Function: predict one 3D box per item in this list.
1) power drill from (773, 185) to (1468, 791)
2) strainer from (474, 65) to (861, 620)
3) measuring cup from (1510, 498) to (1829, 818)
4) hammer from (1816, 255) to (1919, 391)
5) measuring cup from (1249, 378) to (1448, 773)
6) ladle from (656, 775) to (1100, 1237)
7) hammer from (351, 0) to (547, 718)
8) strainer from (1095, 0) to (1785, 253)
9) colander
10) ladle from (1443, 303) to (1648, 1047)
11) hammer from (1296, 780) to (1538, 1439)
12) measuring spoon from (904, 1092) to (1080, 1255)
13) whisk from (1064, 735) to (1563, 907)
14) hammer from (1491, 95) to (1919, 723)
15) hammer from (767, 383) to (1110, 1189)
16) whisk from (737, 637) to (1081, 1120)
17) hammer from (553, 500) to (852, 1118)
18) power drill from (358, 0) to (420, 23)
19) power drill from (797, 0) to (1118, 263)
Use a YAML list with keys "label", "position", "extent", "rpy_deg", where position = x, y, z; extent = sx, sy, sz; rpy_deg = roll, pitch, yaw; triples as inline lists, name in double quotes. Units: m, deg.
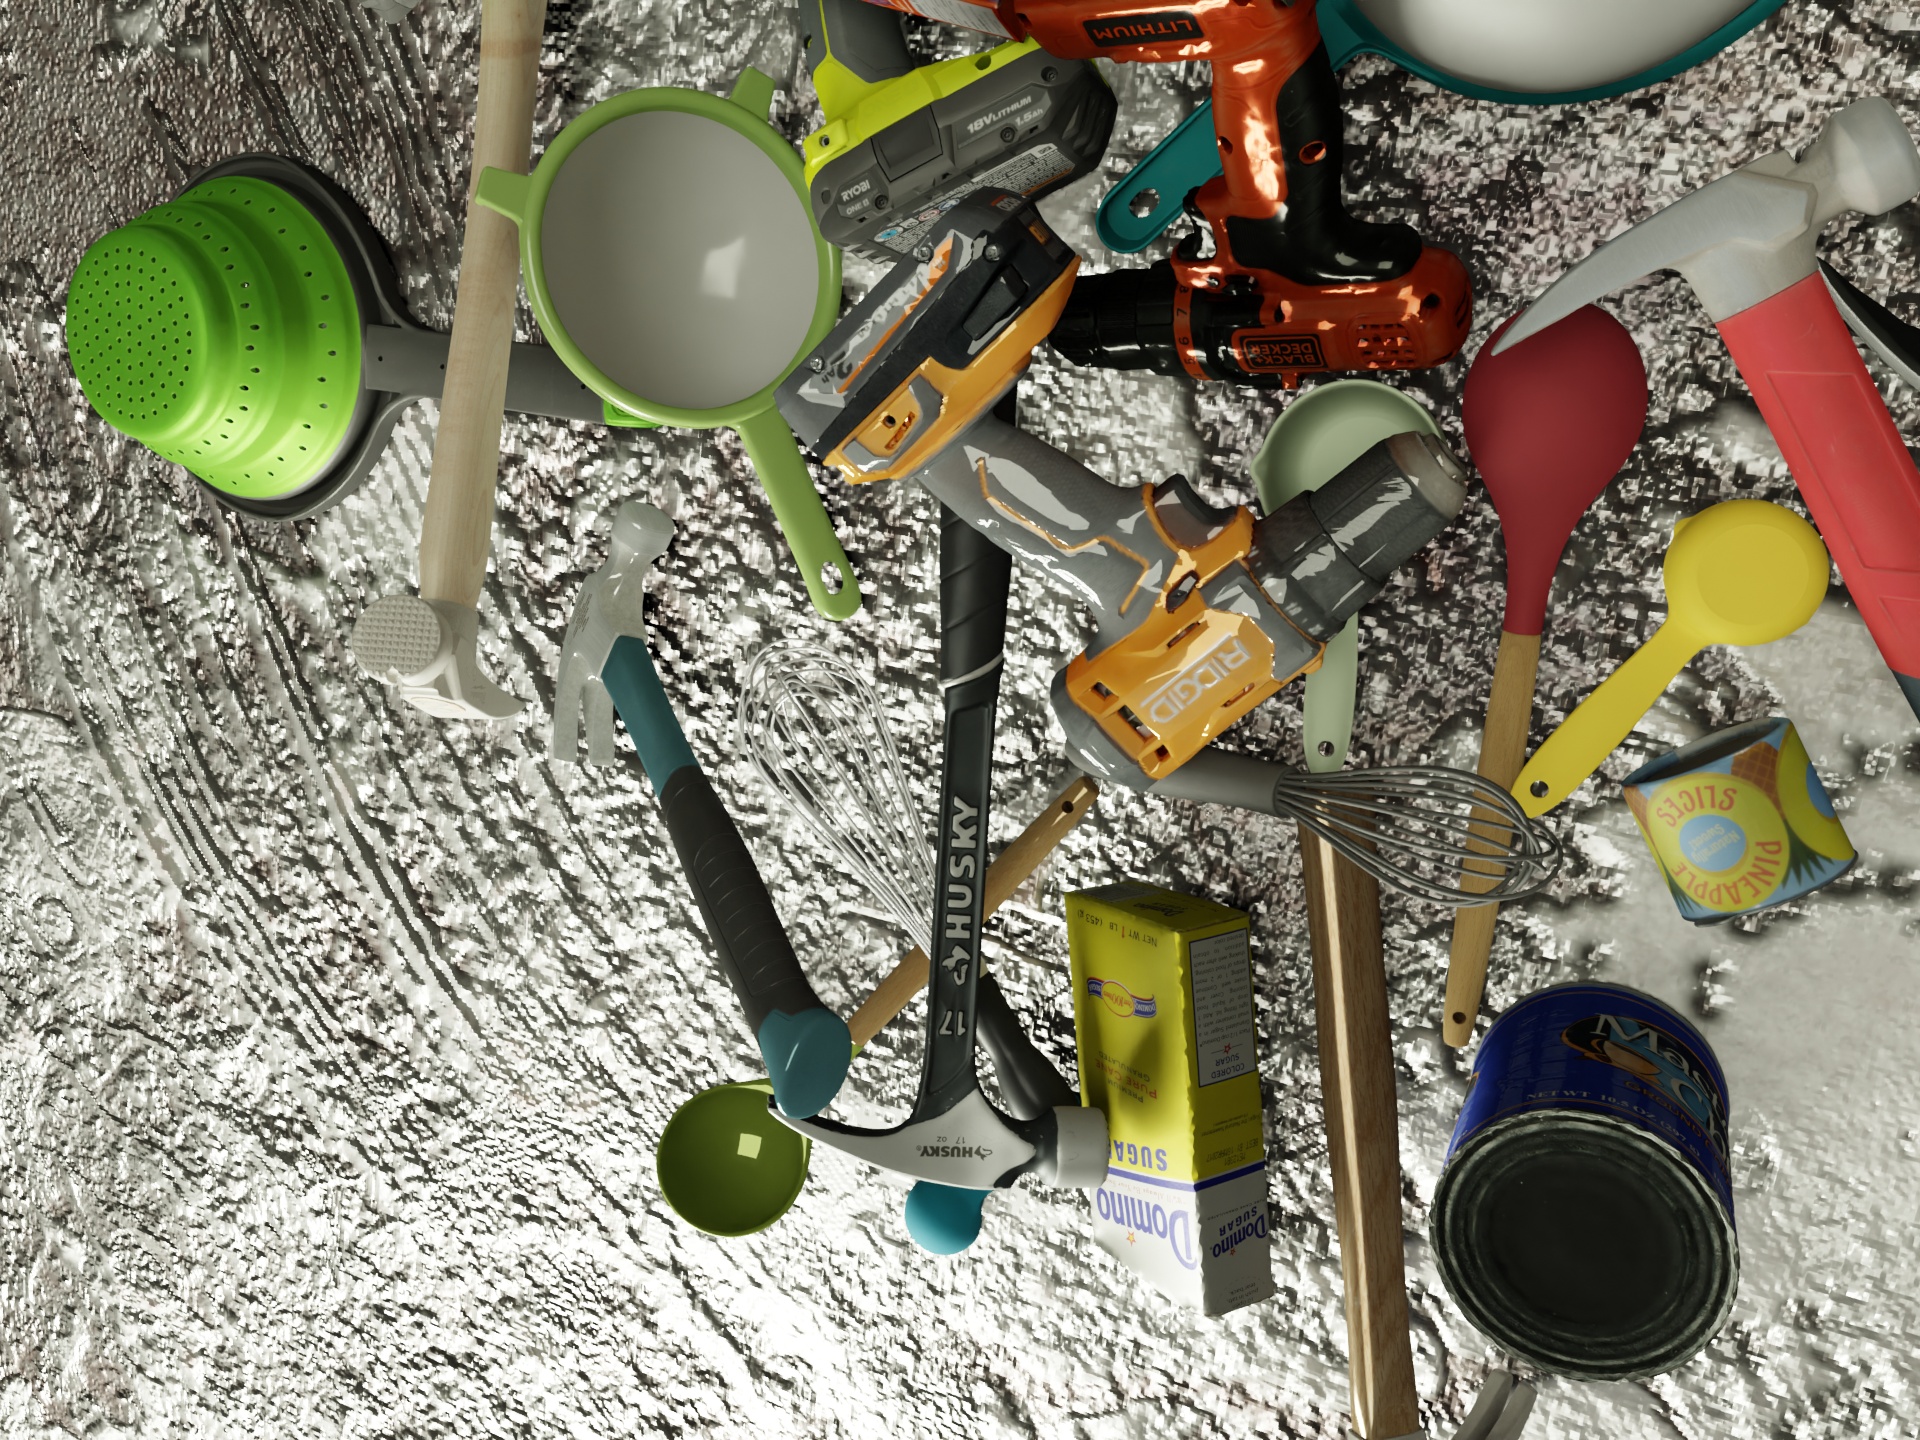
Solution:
- label: "power drill"
  position: [0.064, -0.101, 0.618]
  extent: [0.185, 0.084, 0.226]
  rpy_deg: [-40, 101, 26]
- label: "strainer"
  position: [-0.116, -0.165, 0.759]
  extent: [0.069, 0.151, 0.256]
  rpy_deg: [12, 129, 60]
- label: "measuring cup"
  position: [0.271, -0.019, 0.620]
  extent: [0.062, 0.029, 0.156]
  rpy_deg: [41, 105, 9]
- label: "hammer"
  position: [0.441, -0.242, 0.509]
  extent: [0.127, 0.034, 0.336]
  rpy_deg: [41, 113, 11]
- label: "measuring cup"
  position: [0.163, -0.058, 0.669]
  extent: [0.083, 0.038, 0.167]
  rpy_deg: [8, 105, 23]
- label: "ladle"
  position: [-0.042, 0.143, 0.789]
  extent: [0.078, 0.062, 0.320]
  rpy_deg: [45, 111, 9]
- label: "hammer"
  position: [-0.220, -0.205, 0.750]
  extent: [0.038, 0.146, 0.411]
  rpy_deg: [3, 80, 0]
- label: "strainer"
  position: [0.164, -0.271, 0.566]
  extent: [0.211, 0.095, 0.340]
  rpy_deg: [43, 128, -13]
- label: "colander"
  position: [-0.339, -0.193, 0.837]
  extent: [0.397, 0.094, 0.204]
  rpy_deg: [12, 104, 22]
- label: "ladle"
  position: [0.226, -0.011, 0.655]
  extent: [0.069, 0.031, 0.315]
  rpy_deg: [9, 105, 19]
- label: "hammer"
  position: [0.177, 0.191, 0.686]
  extent: [0.130, 0.031, 0.331]
  rpy_deg: [-4, 89, -16]
- label: "measuring spoon"
  position: [0.014, 0.228, 0.796]
  extent: [0.042, 0.021, 0.128]
  rpy_deg: [47, 116, 10]
- label: "whisk"
  position: [0.133, 0.032, 0.660]
  extent: [0.239, 0.055, 0.055]
  rpy_deg: [14, 106, 45]
- label: "hammer"
  position: [0.339, -0.011, 0.569]
  extent: [0.143, 0.038, 0.386]
  rpy_deg: [-27, 95, 24]
- label: "hammer"
  position: [-0.001, -0.002, 0.699]
  extent: [0.149, 0.036, 0.409]
  rpy_deg: [3, 87, -7]
- label: "whisk"
  position: [-0.016, 0.086, 0.736]
  extent: [0.070, 0.070, 0.284]
  rpy_deg: [-33, 88, 26]
- label: "hammer"
  position: [-0.123, 0.039, 0.726]
  extent: [0.128, 0.033, 0.331]
  rpy_deg: [-60, 42, 26]
- label: "power drill"
  position: [-0.211, -0.442, 0.707]
  extent: [0.228, 0.080, 0.191]
  rpy_deg: [-34, 60, 13]
- label: "power drill"
  position: [-0.026, -0.329, 0.682]
  extent: [0.171, 0.080, 0.223]
  rpy_deg: [-21, 88, 22]
